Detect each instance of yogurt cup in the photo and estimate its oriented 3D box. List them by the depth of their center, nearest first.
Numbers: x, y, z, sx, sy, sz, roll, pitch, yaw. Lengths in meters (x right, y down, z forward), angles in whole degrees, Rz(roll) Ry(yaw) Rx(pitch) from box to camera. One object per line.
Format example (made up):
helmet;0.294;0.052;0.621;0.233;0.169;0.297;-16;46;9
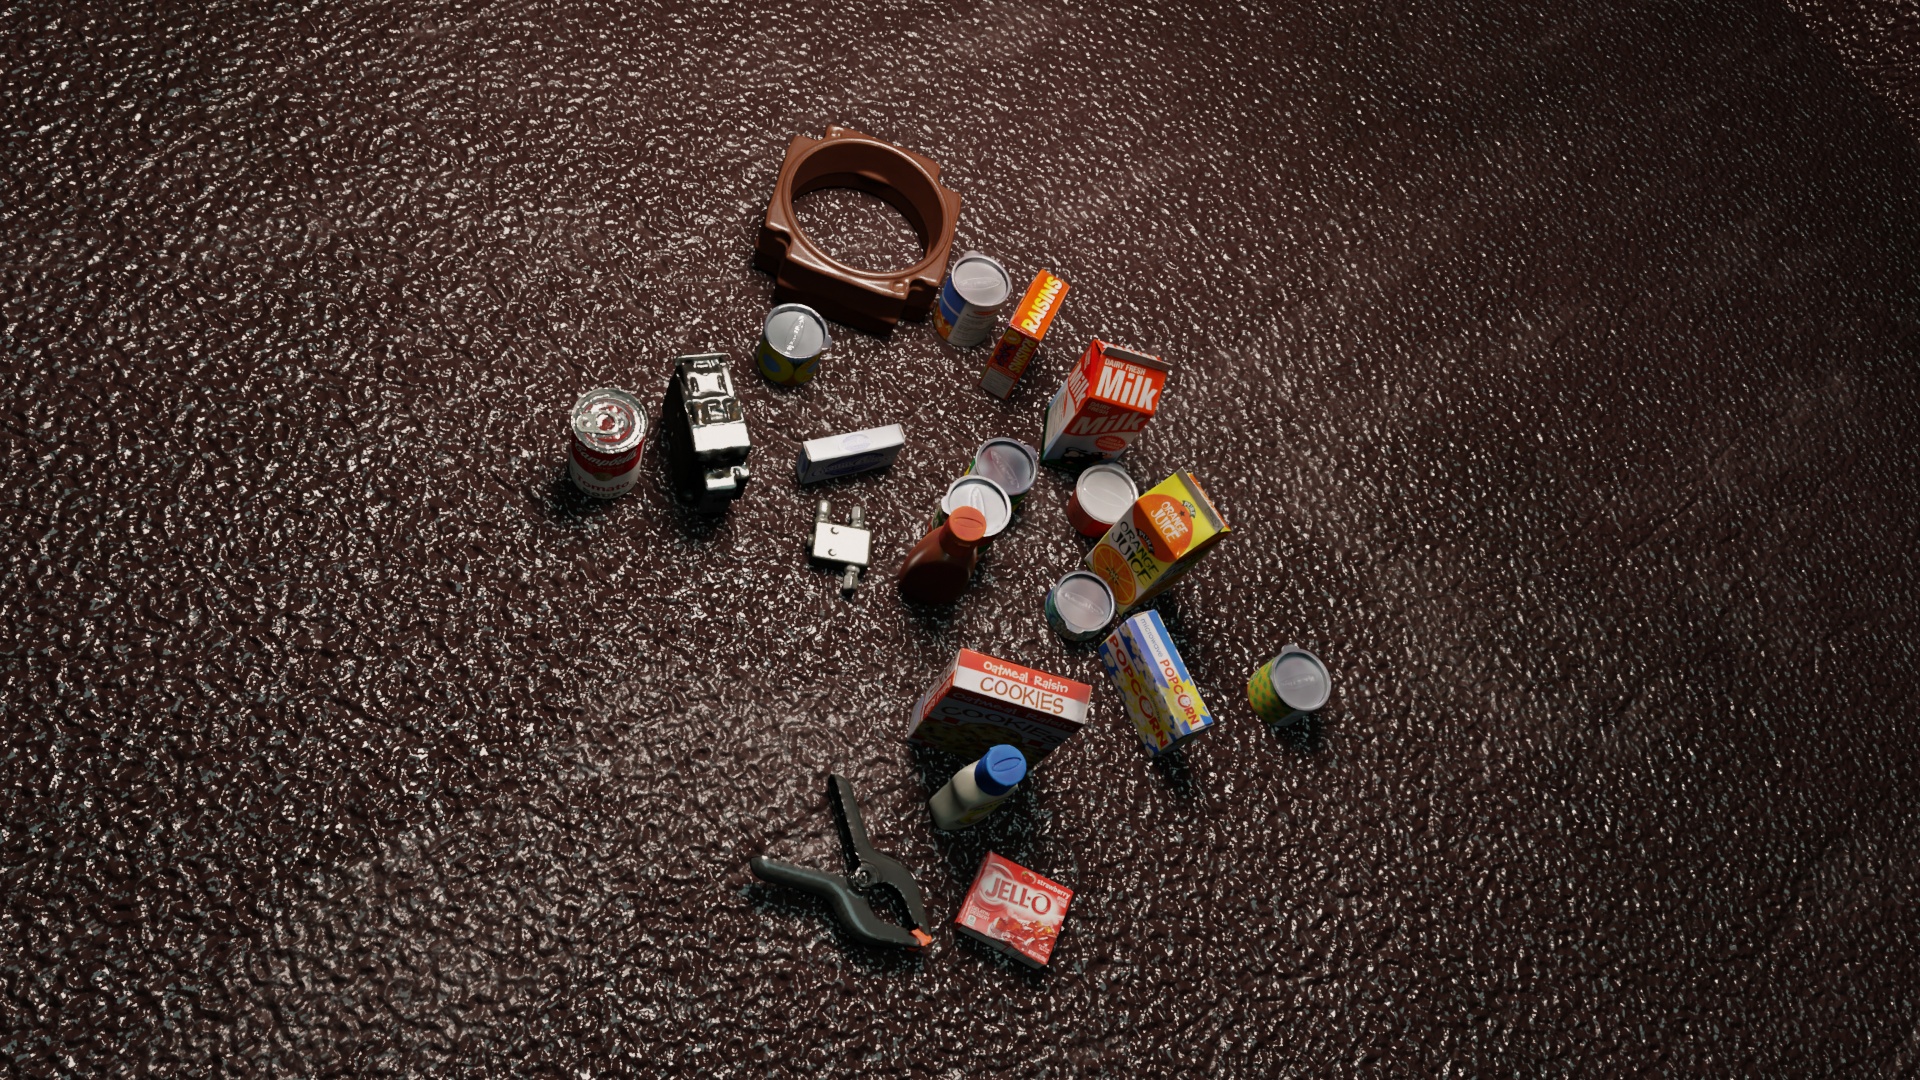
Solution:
yogurt cup;0.146;-0.038;1.457;0.072;0.053;0.072;7;64;-14

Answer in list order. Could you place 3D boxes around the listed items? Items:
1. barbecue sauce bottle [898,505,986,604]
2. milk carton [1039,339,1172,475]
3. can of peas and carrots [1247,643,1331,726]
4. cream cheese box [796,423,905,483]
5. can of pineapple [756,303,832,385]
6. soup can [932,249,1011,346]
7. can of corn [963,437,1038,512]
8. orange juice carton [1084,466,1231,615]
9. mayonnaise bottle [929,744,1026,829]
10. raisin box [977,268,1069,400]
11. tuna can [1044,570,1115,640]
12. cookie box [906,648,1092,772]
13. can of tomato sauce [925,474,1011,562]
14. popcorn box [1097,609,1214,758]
barbecue sauce bottle;-0.013;0.014;1.328;0.065;0.148;0.044;12;63;-12
milk carton;0.148;-0.142;1.428;0.072;0.189;0.074;14;63;-11
can of peas and carrots;0.335;0.149;1.424;0.071;0.058;0.071;7;64;-14
cream cheese box;-0.111;-0.087;1.400;0.104;0.053;0.024;-13;70;-22
can of pineapple;-0.173;-0.200;1.432;0.071;0.057;0.071;7;64;-14
soup can;0.011;-0.261;1.503;0.071;0.083;0.071;7;64;-14
can of corn;0.041;-0.065;1.434;0.071;0.058;0.071;7;64;-14
orange juice carton;0.200;-0.003;1.377;0.073;0.191;0.072;-25;75;-26
mayonnaise bottle;0.019;0.220;1.240;0.065;0.147;0.041;-15;71;-23
raisin box;0.066;-0.218;1.478;0.040;0.123;0.086;30;61;-2
tuna can;0.120;0.069;1.410;0.071;0.032;0.071;7;64;-14
cookie box;0.032;0.157;1.263;0.123;0.166;0.040;17;62;-9
can of tomato sauce;0.005;-0.017;1.386;0.071;0.082;0.071;7;64;-14
popcorn box;0.190;0.141;1.367;0.038;0.085;0.127;-18;72;-24
